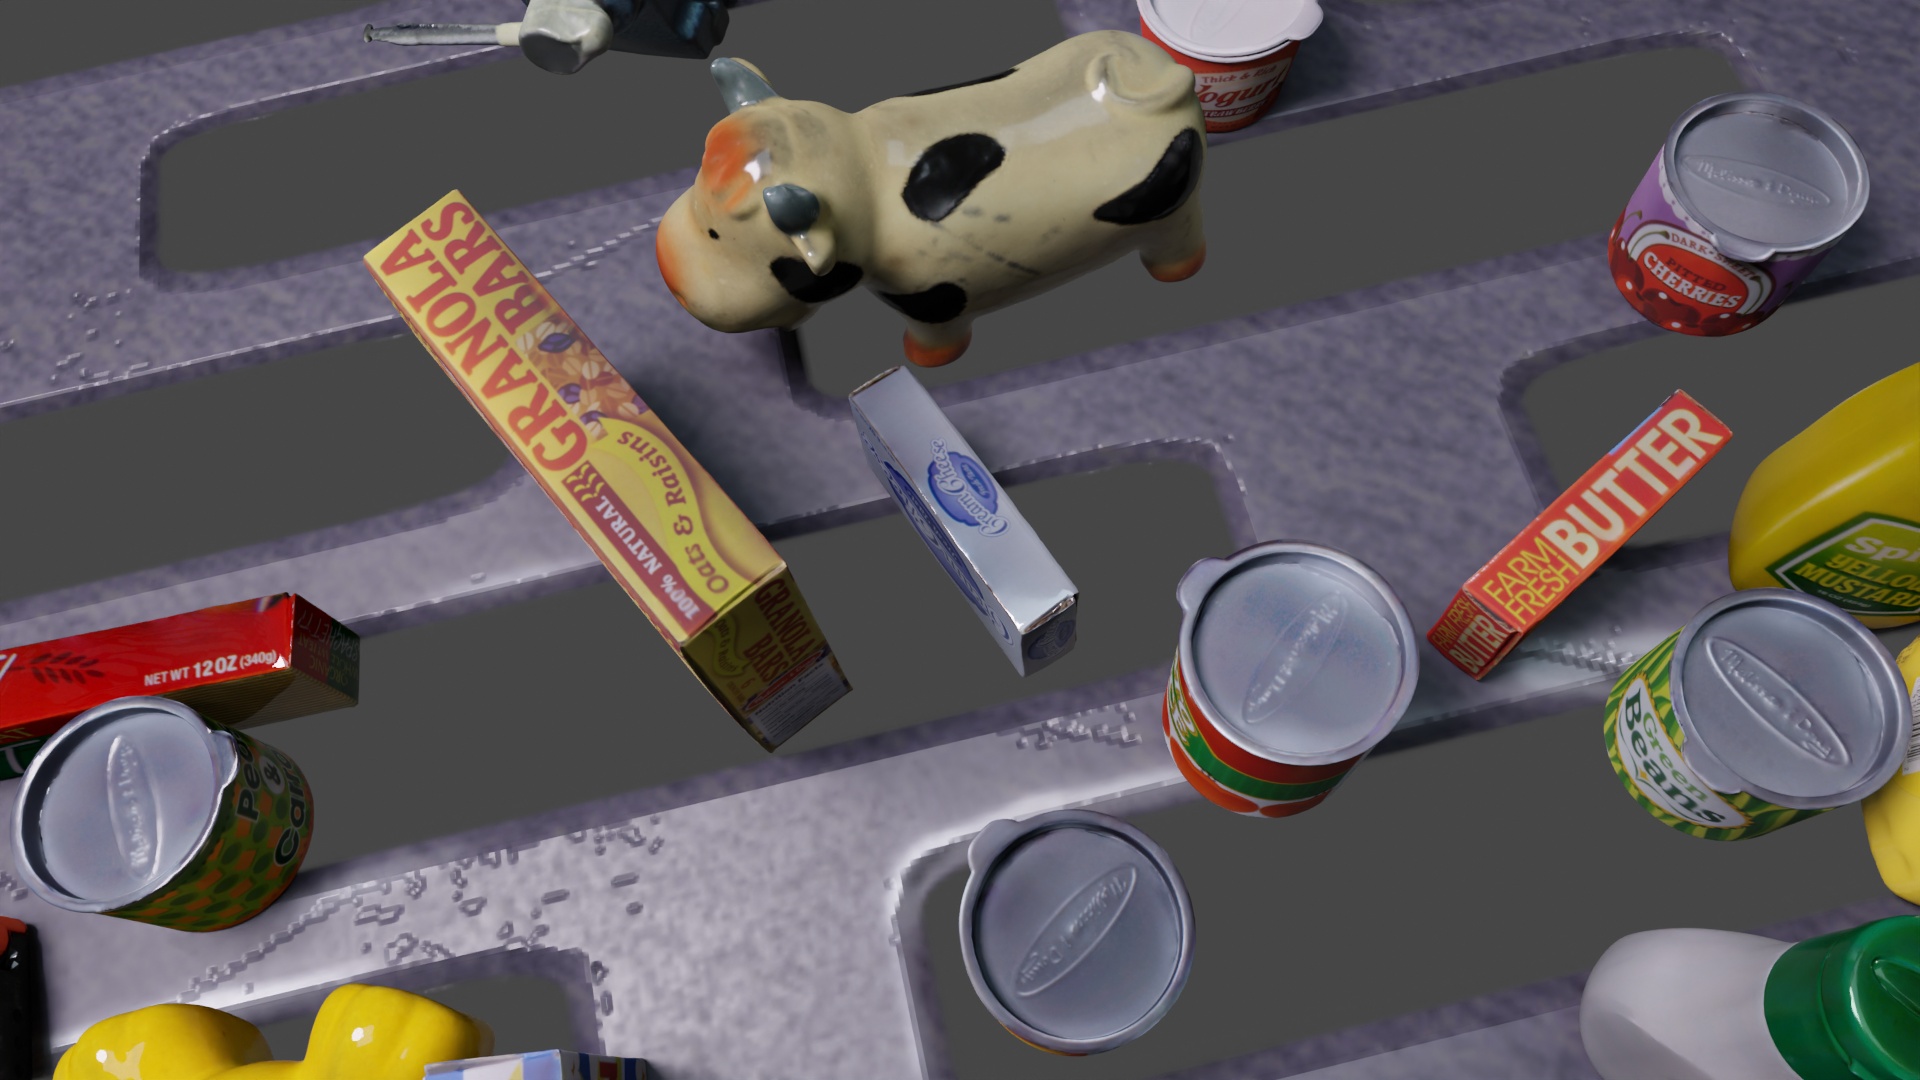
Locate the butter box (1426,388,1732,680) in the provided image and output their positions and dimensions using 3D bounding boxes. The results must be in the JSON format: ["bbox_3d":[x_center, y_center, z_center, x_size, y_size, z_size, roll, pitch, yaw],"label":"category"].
[{"bbox_3d":[0.201,0.000,0.454,0.104,0.053,0.024,-39,70,-12],"label":"butter box"}]

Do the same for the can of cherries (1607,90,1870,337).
[{"bbox_3d":[0.272,-0.113,0.493,0.071,0.058,0.072,-1,68,4],"label":"can of cherries"}]

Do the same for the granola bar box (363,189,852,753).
[{"bbox_3d":[-0.108,-0.016,0.444,0.039,0.123,0.166,-39,70,-11],"label":"granola bar box"}]

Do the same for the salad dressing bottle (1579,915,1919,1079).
[{"bbox_3d":[0.205,0.123,0.351,0.064,0.147,0.044,35,74,16],"label":"salad dressing bottle"}]

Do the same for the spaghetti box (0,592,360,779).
[{"bbox_3d":[-0.335,0.061,0.468,0.250,0.050,0.029,-11,67,-1],"label":"spaghetti box"}]

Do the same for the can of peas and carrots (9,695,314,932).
[{"bbox_3d":[-0.251,0.088,0.446,0.071,0.058,0.071,-1,68,4],"label":"can of peas and carrots"}]

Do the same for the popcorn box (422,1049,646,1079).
[{"bbox_3d":[-0.109,0.206,0.373,0.038,0.085,0.127,-10,67,0],"label":"popcorn box"}]

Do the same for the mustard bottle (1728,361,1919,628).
[{"bbox_3d":[0.281,-0.020,0.399,0.065,0.159,0.049,16,70,11],"label":"mustard bottle"}]

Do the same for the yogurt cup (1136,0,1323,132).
[{"bbox_3d":[0.102,-0.198,0.543,0.072,0.053,0.072,-1,68,4],"label":"yogurt cup"}]

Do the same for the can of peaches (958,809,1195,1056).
[{"bbox_3d":[0.033,0.117,0.414,0.071,0.058,0.071,-1,68,4],"label":"can of peaches"}]

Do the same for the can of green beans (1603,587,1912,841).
[{"bbox_3d":[0.240,0.055,0.426,0.071,0.057,0.071,-1,68,4],"label":"can of green beans"}]

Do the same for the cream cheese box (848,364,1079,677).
[{"bbox_3d":[0.002,-0.006,0.470,0.024,0.053,0.104,-33,69,-9],"label":"cream cheese box"}]

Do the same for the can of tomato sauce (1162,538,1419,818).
[{"bbox_3d":[0.095,0.045,0.426,0.071,0.082,0.071,-1,68,4],"label":"can of tomato sauce"}]
